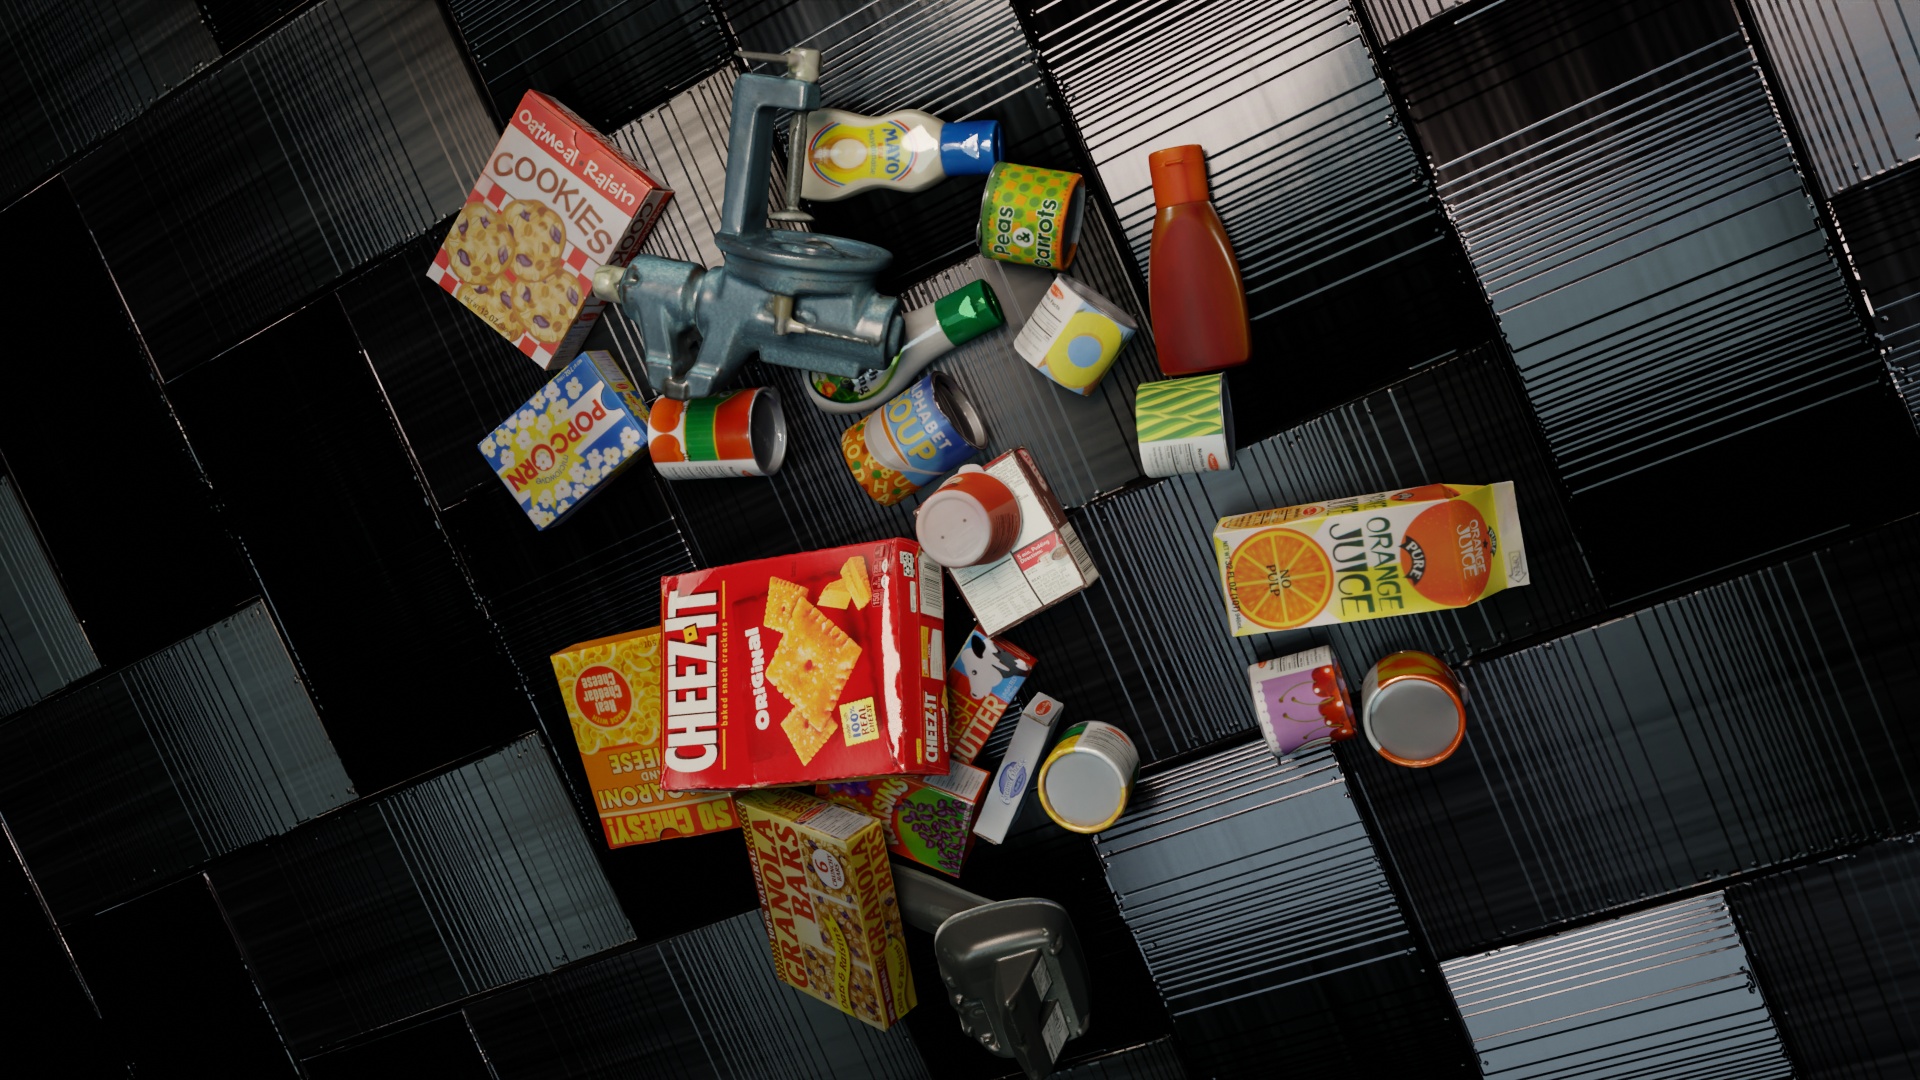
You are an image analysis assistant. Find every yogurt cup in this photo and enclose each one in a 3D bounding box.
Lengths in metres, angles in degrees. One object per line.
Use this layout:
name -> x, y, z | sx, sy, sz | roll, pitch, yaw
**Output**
yogurt cup -> 0.003, -0.012, 0.960 | 0.072, 0.054, 0.072 | 3, 100, 18

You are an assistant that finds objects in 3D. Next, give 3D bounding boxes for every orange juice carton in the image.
orange juice carton -> 0.271, 0.009, 0.921 | 0.192, 0.073, 0.071 | -9, 98, 16

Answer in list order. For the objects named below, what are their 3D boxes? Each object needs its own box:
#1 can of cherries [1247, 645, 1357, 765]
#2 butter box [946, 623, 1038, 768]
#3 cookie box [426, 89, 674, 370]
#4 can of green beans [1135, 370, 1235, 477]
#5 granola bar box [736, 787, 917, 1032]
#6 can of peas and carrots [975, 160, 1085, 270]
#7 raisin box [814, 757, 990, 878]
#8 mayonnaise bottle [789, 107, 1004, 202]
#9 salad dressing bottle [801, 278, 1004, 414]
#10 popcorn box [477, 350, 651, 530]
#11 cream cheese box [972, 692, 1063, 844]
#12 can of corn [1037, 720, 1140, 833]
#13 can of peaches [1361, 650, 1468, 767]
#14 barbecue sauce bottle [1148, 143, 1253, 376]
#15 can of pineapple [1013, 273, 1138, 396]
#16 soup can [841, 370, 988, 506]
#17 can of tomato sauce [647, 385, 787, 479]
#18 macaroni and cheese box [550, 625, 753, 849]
can of cherries -> 0.236, 0.113, 0.954 | 0.058, 0.072, 0.071 | -18, 96, 17
butter box -> 0.009, 0.118, 1.039 | 0.053, 0.024, 0.103 | 32, 107, 8
cookie box -> -0.312, -0.233, 1.052 | 0.123, 0.040, 0.167 | 38, 108, 6
can of green beans -> 0.153, -0.077, 0.940 | 0.058, 0.071, 0.071 | -5, 99, 17
granola bar box -> -0.101, 0.274, 1.053 | 0.124, 0.039, 0.165 | 8, 116, 41
can of peas and carrots -> 0.048, -0.218, 0.940 | 0.059, 0.071, 0.070 | 12, 104, 12
raisin box -> -0.046, 0.194, 1.047 | 0.123, 0.040, 0.085 | 20, 129, 11
mayonnaise bottle -> -0.045, -0.272, 0.970 | 0.148, 0.041, 0.064 | 1, 103, 16
salad dressing bottle -> -0.041, -0.140, 0.993 | 0.147, 0.044, 0.064 | -24, 87, 18
popcorn box -> -0.302, -0.077, 1.080 | 0.126, 0.038, 0.085 | -36, 88, 19
cream cheese box -> 0.044, 0.168, 1.024 | 0.024, 0.053, 0.103 | 24, 106, 12
can of corn -> 0.092, 0.174, 1.009 | 0.071, 0.058, 0.071 | 3, 101, 15
can of peaches -> 0.308, 0.113, 0.938 | 0.071, 0.058, 0.071 | 3, 101, 15
barbecue sauce bottle -> 0.155, -0.187, 0.931 | 0.065, 0.044, 0.148 | -8, 98, 16
can of pineapple -> 0.080, -0.140, 0.949 | 0.071, 0.071, 0.057 | 37, 109, 6
soup can -> -0.035, -0.072, 0.990 | 0.083, 0.071, 0.071 | -31, 91, 19
can of tomato sauce -> -0.180, -0.081, 1.032 | 0.083, 0.071, 0.071 | -2, 100, 16
macaroni and cheese box -> -0.244, 0.155, 1.107 | 0.123, 0.040, 0.166 | -13, 97, 18
